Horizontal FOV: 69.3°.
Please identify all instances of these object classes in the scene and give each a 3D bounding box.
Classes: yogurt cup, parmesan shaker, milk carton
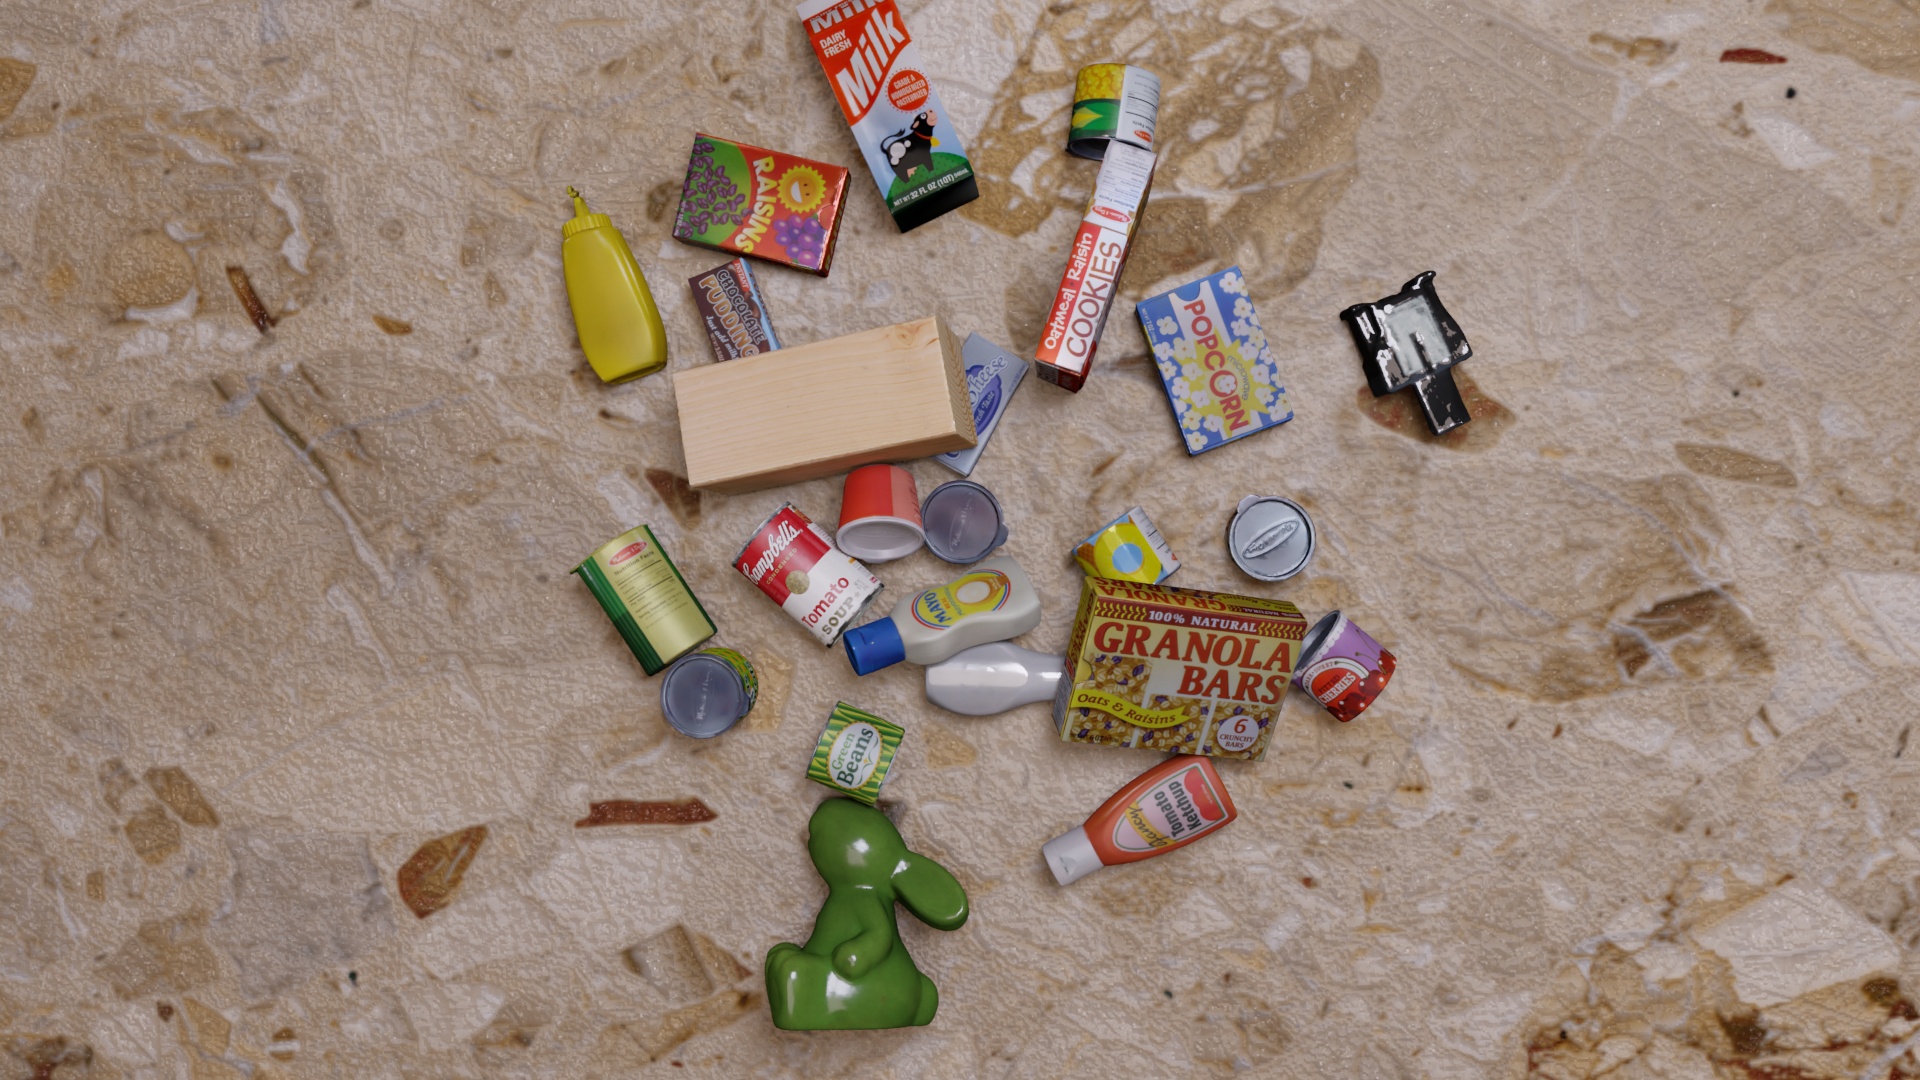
[{"bbox_3d":[-0.062,-0.023,1.069,0.072,0.072,0.054,-4,63,4],"label":"yogurt cup"},{"bbox_3d":[-0.249,0.049,1.093,0.071,0.071,0.103,-34,89,3],"label":"parmesan shaker"},{"bbox_3d":[-0.058,-0.345,1.077,0.072,0.073,0.190,-26,88,4],"label":"milk carton"}]

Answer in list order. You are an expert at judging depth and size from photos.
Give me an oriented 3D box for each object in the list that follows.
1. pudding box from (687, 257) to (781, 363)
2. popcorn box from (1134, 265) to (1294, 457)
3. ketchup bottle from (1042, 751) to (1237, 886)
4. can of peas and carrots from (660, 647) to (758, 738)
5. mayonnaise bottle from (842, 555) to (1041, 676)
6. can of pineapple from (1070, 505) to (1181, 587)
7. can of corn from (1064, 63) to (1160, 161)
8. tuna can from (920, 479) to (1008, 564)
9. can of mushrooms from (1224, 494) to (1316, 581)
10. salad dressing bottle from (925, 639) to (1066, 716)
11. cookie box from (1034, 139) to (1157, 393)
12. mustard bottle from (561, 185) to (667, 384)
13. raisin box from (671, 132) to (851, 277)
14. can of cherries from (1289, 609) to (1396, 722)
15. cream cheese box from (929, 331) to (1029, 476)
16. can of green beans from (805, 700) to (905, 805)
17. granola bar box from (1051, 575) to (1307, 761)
[{"bbox_3d":[-0.178,-0.177,1.107,0.050,0.030,0.083,-20,89,3],"label":"pudding box"},{"bbox_3d":[0.196,-0.138,1.080,0.085,0.038,0.126,-20,89,5],"label":"popcorn box"},{"bbox_3d":[0.137,0.221,1.083,0.149,0.043,0.064,-28,91,4],"label":"ketchup bottle"},{"bbox_3d":[-0.194,0.119,1.095,0.071,0.059,0.071,0,91,3],"label":"can of peas and carrots"},{"bbox_3d":[-0.015,0.062,1.065,0.148,0.041,0.065,-20,50,-15],"label":"mayonnaise bottle"},{"bbox_3d":[0.126,0.015,1.072,0.071,0.071,0.058,-34,88,3],"label":"can of pineapple"},{"bbox_3d":[0.117,-0.329,1.072,0.071,0.071,0.058,8,91,3],"label":"can of corn"},{"bbox_3d":[0.004,-0.014,1.095,0.071,0.033,0.071,0,91,4],"label":"tuna can"},{"bbox_3d":[0.239,-0.004,1.081,0.071,0.033,0.071,0,91,4],"label":"can of mushrooms"},{"bbox_3d":[0.047,0.107,1.089,0.148,0.044,0.064,2,88,2],"label":"salad dressing bottle"},{"bbox_3d":[0.101,-0.200,1.043,0.040,0.123,0.167,19,92,4],"label":"cookie box"},{"bbox_3d":[-0.282,-0.207,1.104,0.065,0.049,0.160,-18,89,3],"label":"mustard bottle"},{"bbox_3d":[-0.156,-0.265,1.101,0.123,0.040,0.086,14,90,3],"label":"raisin box"},{"bbox_3d":[0.289,0.098,1.060,0.058,0.071,0.071,40,93,1],"label":"can of cherries"},{"bbox_3d":[0.008,-0.107,1.099,0.053,0.024,0.103,29,92,5],"label":"cream cheese box"},{"bbox_3d":[-0.082,0.166,1.085,0.058,0.071,0.071,23,92,3],"label":"can of green beans"},{"bbox_3d":[0.163,0.098,1.044,0.166,0.039,0.123,7,112,-11],"label":"granola bar box"}]
